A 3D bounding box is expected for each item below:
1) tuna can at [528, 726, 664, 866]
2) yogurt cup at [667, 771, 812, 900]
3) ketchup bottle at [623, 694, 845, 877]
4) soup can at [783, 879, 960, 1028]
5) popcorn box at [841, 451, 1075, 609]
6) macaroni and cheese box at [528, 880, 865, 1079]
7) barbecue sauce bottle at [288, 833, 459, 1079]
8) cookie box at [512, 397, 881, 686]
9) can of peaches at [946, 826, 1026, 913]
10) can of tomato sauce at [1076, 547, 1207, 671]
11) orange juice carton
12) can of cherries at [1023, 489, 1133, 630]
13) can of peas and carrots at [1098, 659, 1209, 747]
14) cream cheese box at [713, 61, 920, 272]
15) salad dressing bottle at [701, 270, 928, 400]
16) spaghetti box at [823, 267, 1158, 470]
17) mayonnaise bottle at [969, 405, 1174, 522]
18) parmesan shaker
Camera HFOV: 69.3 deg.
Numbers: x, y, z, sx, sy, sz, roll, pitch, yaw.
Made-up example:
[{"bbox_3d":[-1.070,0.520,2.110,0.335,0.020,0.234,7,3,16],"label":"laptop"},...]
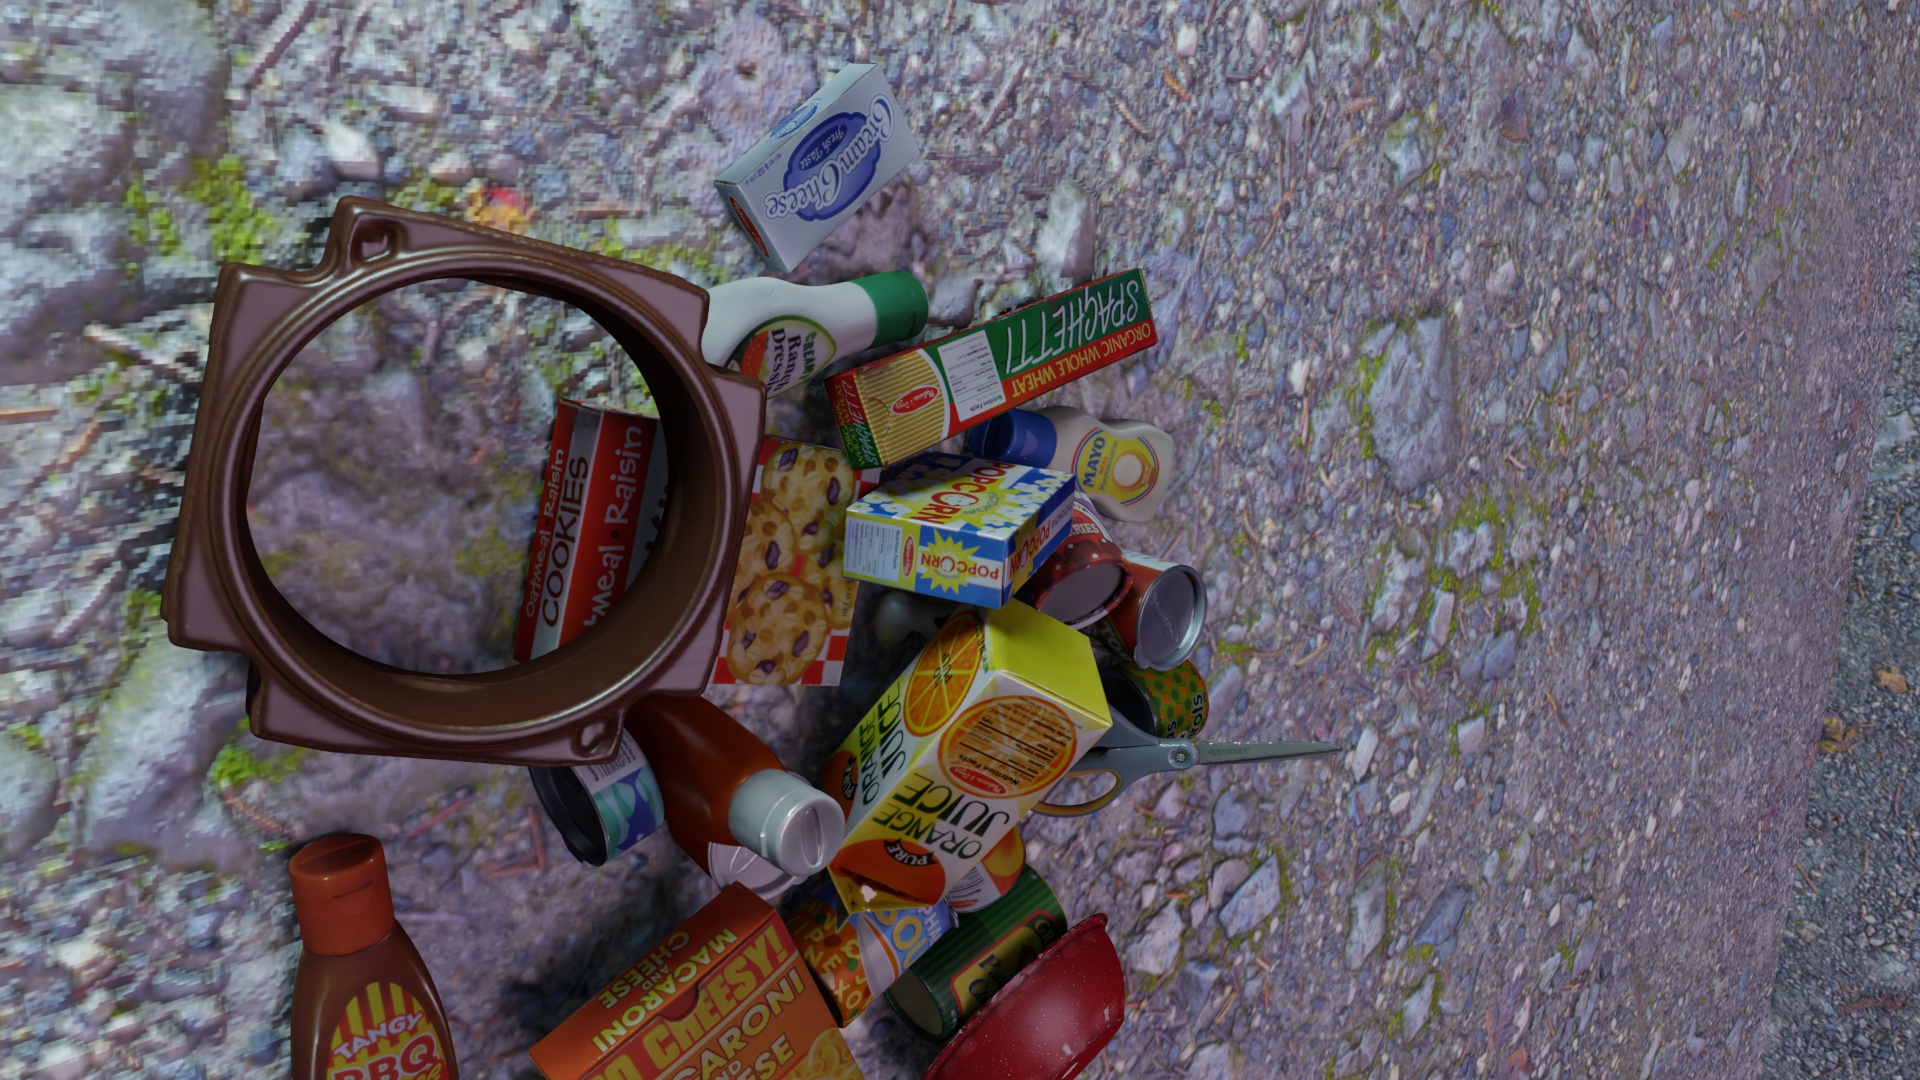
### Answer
[{"bbox_3d":[-0.168,0.115,0.642,0.033,0.071,0.070,-28,120,-36],"label":"tuna can"},{"bbox_3d":[-0.113,0.143,0.710,0.072,0.054,0.072,-14,111,-41],"label":"yogurt cup"},{"bbox_3d":[-0.111,0.110,0.635,0.044,0.149,0.064,-18,114,-38],"label":"ketchup bottle"},{"bbox_3d":[-0.054,0.220,0.775,0.084,0.071,0.071,-38,125,-30],"label":"soup can"},{"bbox_3d":[0.003,-0.009,0.722,0.127,0.085,0.038,-41,139,-63],"label":"popcorn box"},{"bbox_3d":[-0.116,0.268,0.678,0.124,0.040,0.165,-37,125,-28],"label":"macaroni and cheese box"},{"bbox_3d":[-0.256,0.200,0.597,0.065,0.044,0.148,-16,112,-38],"label":"barbecue sauce bottle"},{"bbox_3d":[-0.123,0.006,0.673,0.168,0.040,0.122,7,96,-45],"label":"cookie box"},{"bbox_3d":[-0.002,0.173,0.817,0.071,0.071,0.057,-46,128,-25],"label":"can of peaches"},{"bbox_3d":[0.099,0.040,0.862,0.071,0.083,0.071,-14,111,-40],"label":"can of tomato sauce"},{"bbox_3d":[-0.013,0.121,0.725,0.073,0.072,0.192,29,116,-23],"label":"orange juice carton"},{"bbox_3d":[0.060,0.011,0.811,0.071,0.058,0.071,-18,144,-14],"label":"can of cherries"},{"bbox_3d":[0.122,0.110,0.913,0.059,0.071,0.070,-16,112,-41],"label":"can of peas and carrots"},{"bbox_3d":[-0.069,-0.184,0.682,0.104,0.024,0.053,-49,131,-23],"label":"cream cheese box"},{"bbox_3d":[-0.079,-0.102,0.678,0.148,0.044,0.064,-24,147,-42],"label":"salad dressing bottle"},{"bbox_3d":[0.027,-0.100,0.766,0.251,0.028,0.050,-28,106,-43],"label":"spaghetti box"},{"bbox_3d":[0.069,-0.051,0.838,0.148,0.041,0.064,10,97,-45],"label":"mayonnaise bottle"},{"bbox_3d":[0.006,0.249,0.846,0.103,0.071,0.071,-30,121,-34],"label":"parmesan shaker"}]
